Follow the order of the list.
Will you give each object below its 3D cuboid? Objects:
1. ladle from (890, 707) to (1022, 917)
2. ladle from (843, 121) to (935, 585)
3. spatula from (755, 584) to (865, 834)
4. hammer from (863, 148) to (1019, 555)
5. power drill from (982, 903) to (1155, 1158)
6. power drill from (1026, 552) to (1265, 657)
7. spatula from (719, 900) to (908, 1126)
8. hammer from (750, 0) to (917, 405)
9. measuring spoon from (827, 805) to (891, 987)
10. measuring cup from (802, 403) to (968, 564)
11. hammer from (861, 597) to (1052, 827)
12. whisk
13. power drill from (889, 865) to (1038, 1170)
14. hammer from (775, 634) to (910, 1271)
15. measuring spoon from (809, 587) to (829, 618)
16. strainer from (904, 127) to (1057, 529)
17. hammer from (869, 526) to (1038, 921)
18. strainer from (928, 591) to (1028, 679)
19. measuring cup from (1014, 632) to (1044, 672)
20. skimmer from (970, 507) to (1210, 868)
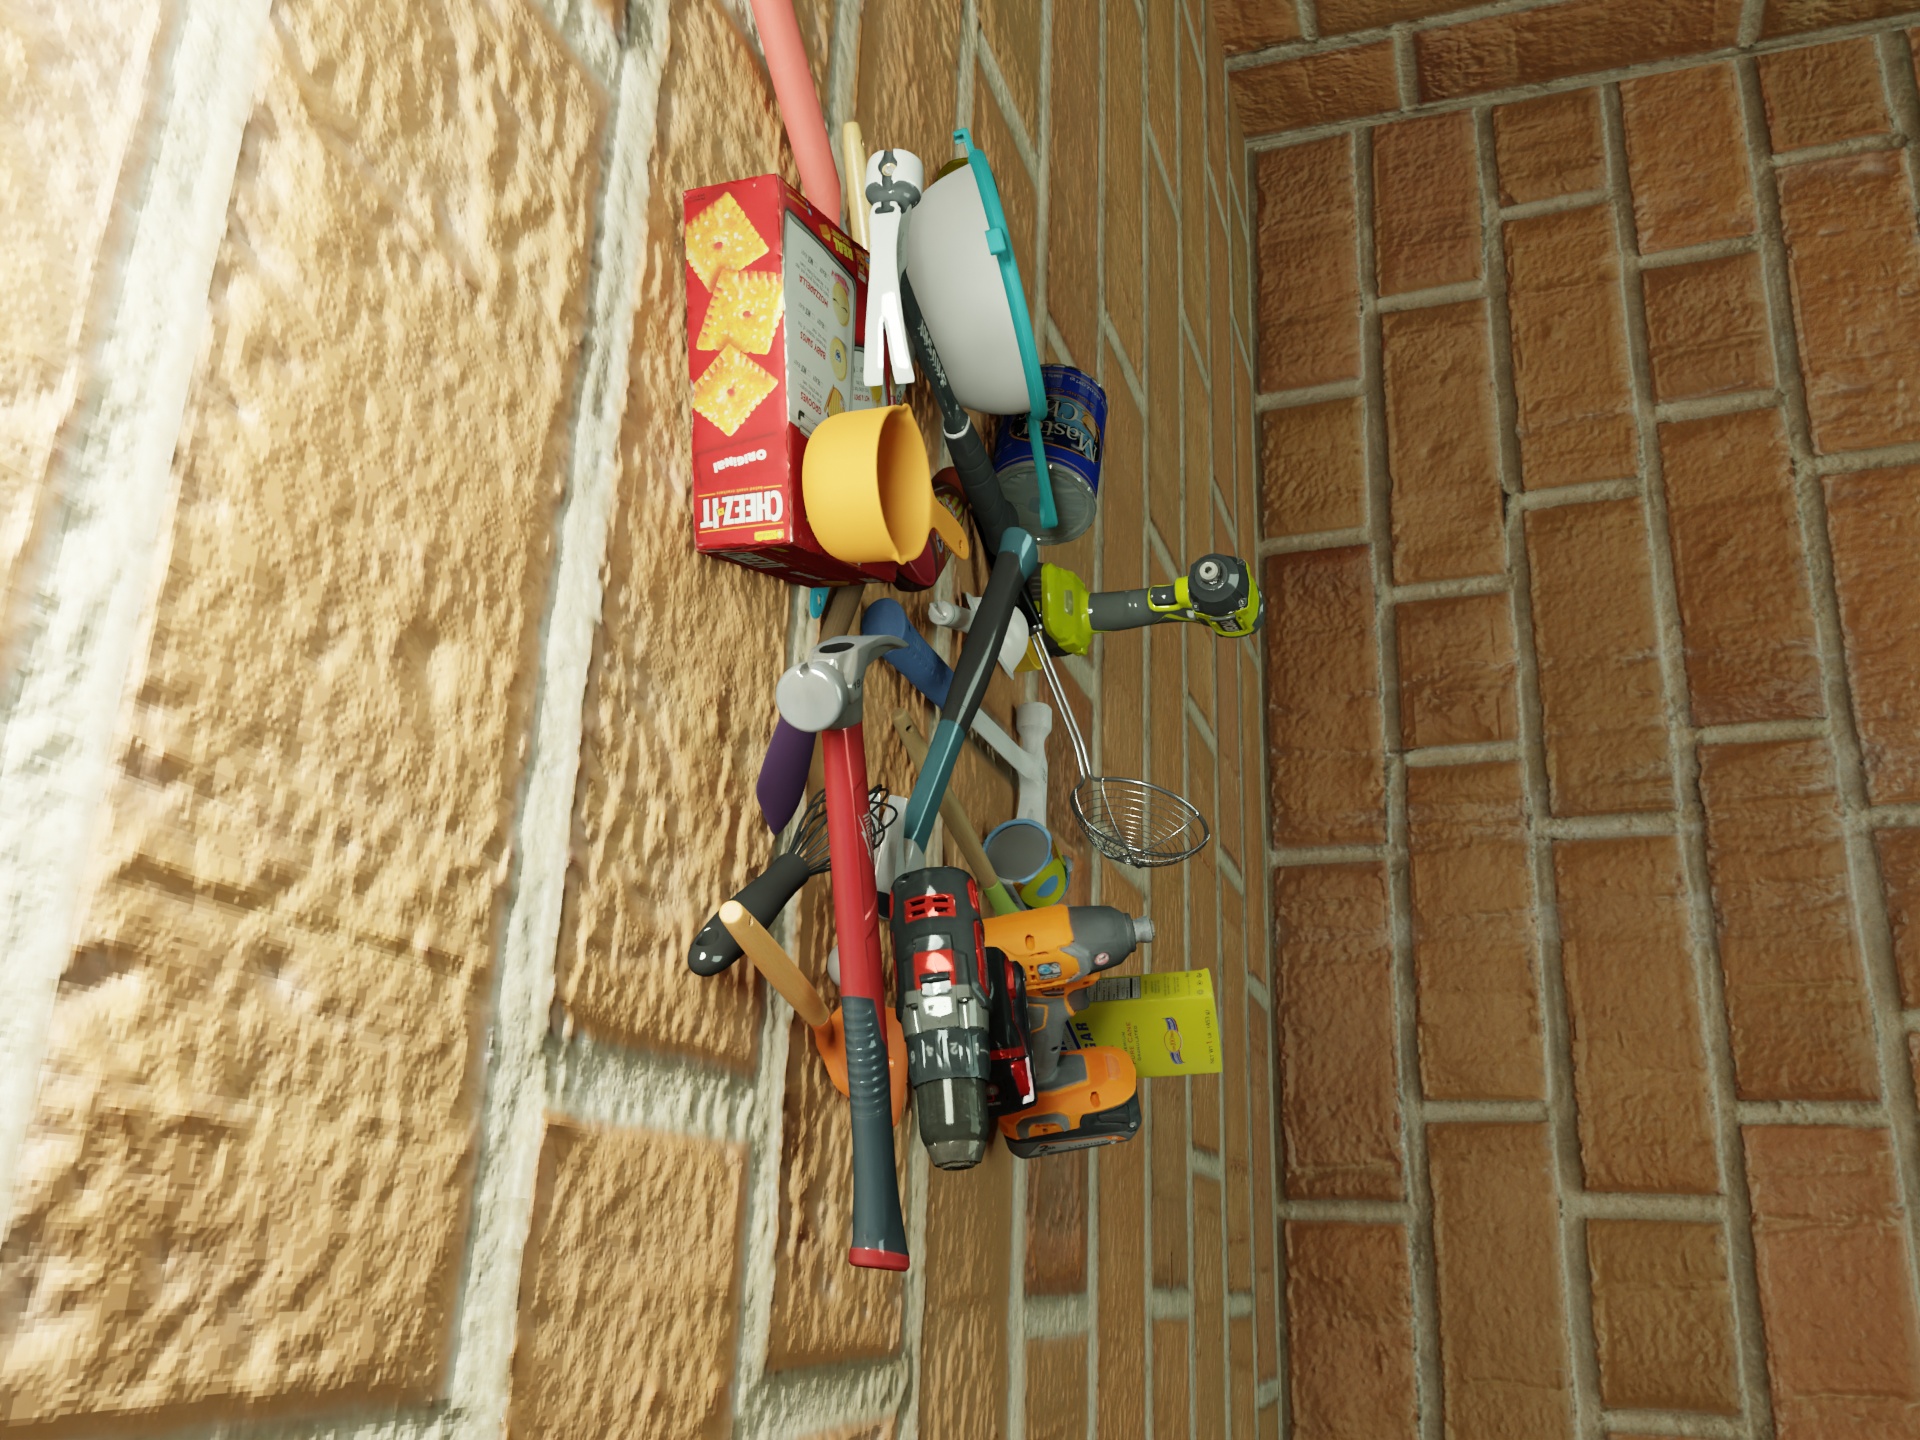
[{"bbox_3d":[0.007,0.107,1.283,0.078,0.062,0.319,-37,125,-14],"label":"ladle"},{"bbox_3d":[-0.054,-0.248,1.089,0.069,0.031,0.315,-27,111,-74],"label":"ladle"},{"bbox_3d":[-0.087,-0.050,1.066,0.316,0.018,0.059,-75,157,-43],"label":"spatula"},{"bbox_3d":[-0.005,-0.216,1.138,0.408,0.036,0.149,58,32,-67],"label":"hammer"},{"bbox_3d":[0.088,0.246,1.297,0.084,0.164,0.226,-96,174,-58],"label":"power drill"},{"bbox_3d":[0.171,-0.116,1.534,0.171,0.223,0.080,27,61,-69],"label":"power drill"},{"bbox_3d":[-0.083,0.169,0.954,0.322,0.041,0.081,70,23,-62],"label":"spatula"},{"bbox_3d":[-0.100,-0.372,1.071,0.149,0.037,0.358,-70,151,-51],"label":"hammer"},{"bbox_3d":[-0.067,0.115,1.047,0.034,0.018,0.124,143,-38,-76],"label":"measuring spoon"},{"bbox_3d":[-0.042,-0.125,0.945,0.173,0.052,0.095,34,56,-69],"label":"measuring cup"},{"bbox_3d":[0.009,-0.001,1.317,0.405,0.035,0.144,43,45,-64],"label":"hammer"},{"bbox_3d":[-0.098,0.091,0.953,0.239,0.055,0.055,-45,129,-61],"label":"whisk"},{"bbox_3d":[0.001,0.216,1.073,0.226,0.080,0.188,71,12,-66],"label":"power drill"},{"bbox_3d":[-0.054,0.143,0.946,0.143,0.038,0.386,-43,131,-70],"label":"hammer"},{"bbox_3d":[-0.081,-0.118,1.089,0.042,0.021,0.129,67,25,-45],"label":"measuring spoon"},{"bbox_3d":[0.011,-0.284,1.288,0.211,0.095,0.340,-101,177,-46],"label":"strainer"},{"bbox_3d":[-0.002,-0.004,1.190,0.128,0.033,0.331,63,40,-53],"label":"hammer"},{"bbox_3d":[0.016,-0.079,1.309,0.087,0.050,0.258,62,13,8],"label":"strainer"},{"bbox_3d":[0.038,-0.117,1.466,0.156,0.029,0.062,68,22,-13],"label":"measuring cup"},{"bbox_3d":[0.108,-0.032,1.425,0.090,0.127,0.363,-21,88,-37],"label":"skimmer"}]
